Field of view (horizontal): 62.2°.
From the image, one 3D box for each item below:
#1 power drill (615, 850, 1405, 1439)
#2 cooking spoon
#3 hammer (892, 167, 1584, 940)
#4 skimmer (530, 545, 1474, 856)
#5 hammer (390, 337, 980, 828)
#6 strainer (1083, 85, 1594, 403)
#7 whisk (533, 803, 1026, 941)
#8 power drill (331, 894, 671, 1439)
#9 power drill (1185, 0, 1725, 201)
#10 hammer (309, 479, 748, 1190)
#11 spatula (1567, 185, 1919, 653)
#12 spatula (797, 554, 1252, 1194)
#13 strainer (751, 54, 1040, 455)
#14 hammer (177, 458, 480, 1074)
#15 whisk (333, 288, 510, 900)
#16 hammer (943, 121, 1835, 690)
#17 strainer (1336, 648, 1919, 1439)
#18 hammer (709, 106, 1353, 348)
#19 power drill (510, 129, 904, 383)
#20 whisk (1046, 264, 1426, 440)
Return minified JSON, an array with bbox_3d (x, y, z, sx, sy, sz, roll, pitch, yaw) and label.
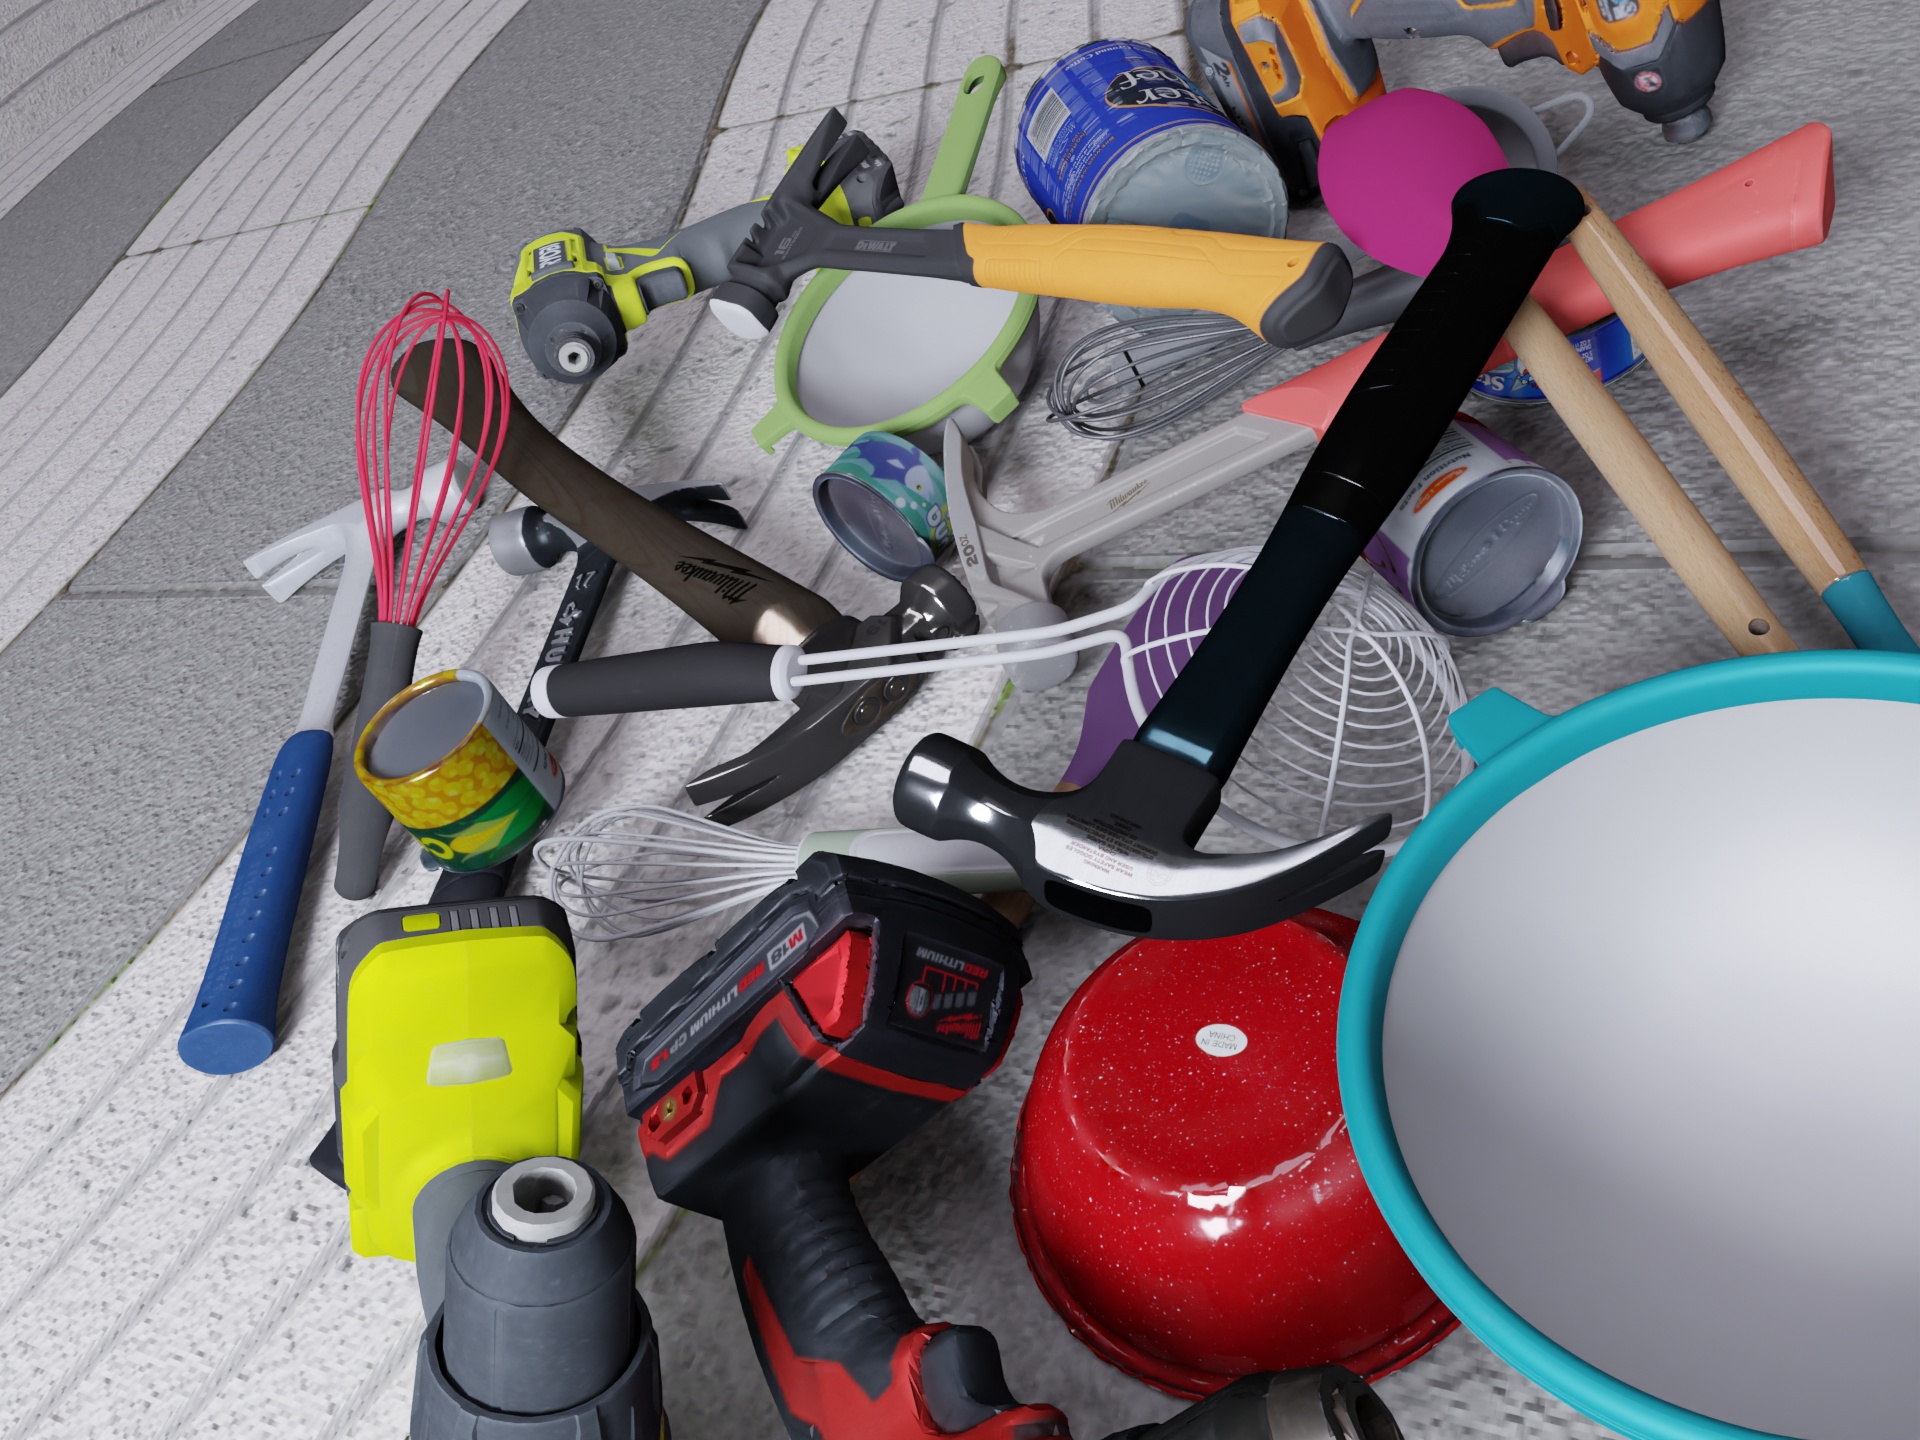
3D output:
[{"bbox_3d":[-0.001,0.143,0.408,0.188,0.080,0.227,-42,45,23],"label":"power drill"},{"bbox_3d":[0.207,-0.136,0.571,0.069,0.017,0.319,-26,53,11],"label":"cooking spoon"},{"bbox_3d":[0.119,-0.070,0.506,0.128,0.033,0.331,25,63,21],"label":"hammer"},{"bbox_3d":[-0.001,-0.002,0.597,0.363,0.090,0.127,-4,45,27],"label":"skimmer"},{"bbox_3d":[-0.178,-0.095,0.774,0.146,0.038,0.411,-41,51,-19],"label":"hammer"},{"bbox_3d":[0.172,-0.217,0.752,0.258,0.050,0.087,-27,84,11],"label":"strainer"},{"bbox_3d":[-0.061,0.054,0.594,0.246,0.059,0.058,-5,58,29],"label":"whisk"},{"bbox_3d":[-0.133,0.150,0.456,0.080,0.190,0.229,-3,29,-23],"label":"power drill"},{"bbox_3d":[0.238,-0.324,0.753,0.226,0.164,0.084,-2,47,46],"label":"power drill"},{"bbox_3d":[-0.200,0.028,0.725,0.149,0.036,0.409,-11,45,19],"label":"hammer"},{"bbox_3d":[0.270,-0.069,0.505,0.082,0.044,0.318,-26,60,10],"label":"spatula"},{"bbox_3d":[0.032,0.046,0.583,0.060,0.018,0.316,9,53,42],"label":"spatula"},{"bbox_3d":[-0.003,-0.231,0.822,0.151,0.069,0.256,-2,60,32],"label":"strainer"},{"bbox_3d":[-0.340,0.007,0.826,0.144,0.035,0.406,-20,42,10],"label":"hammer"},{"bbox_3d":[-0.263,-0.063,0.752,0.073,0.073,0.296,1,80,31],"label":"whisk"},{"bbox_3d":[0.162,-0.141,0.637,0.359,0.036,0.149,-25,48,14],"label":"hammer"},{"bbox_3d":[0.183,0.138,0.347,0.211,0.095,0.341,1,51,34],"label":"strainer"},{"bbox_3d":[0.027,-0.216,0.724,0.337,0.034,0.127,19,75,39],"label":"hammer"},{"bbox_3d":[-0.143,-0.256,0.905,0.223,0.080,0.171,-19,33,-4],"label":"power drill"},{"bbox_3d":[0.152,-0.179,0.725,0.239,0.055,0.055,-17,42,7],"label":"whisk"}]
